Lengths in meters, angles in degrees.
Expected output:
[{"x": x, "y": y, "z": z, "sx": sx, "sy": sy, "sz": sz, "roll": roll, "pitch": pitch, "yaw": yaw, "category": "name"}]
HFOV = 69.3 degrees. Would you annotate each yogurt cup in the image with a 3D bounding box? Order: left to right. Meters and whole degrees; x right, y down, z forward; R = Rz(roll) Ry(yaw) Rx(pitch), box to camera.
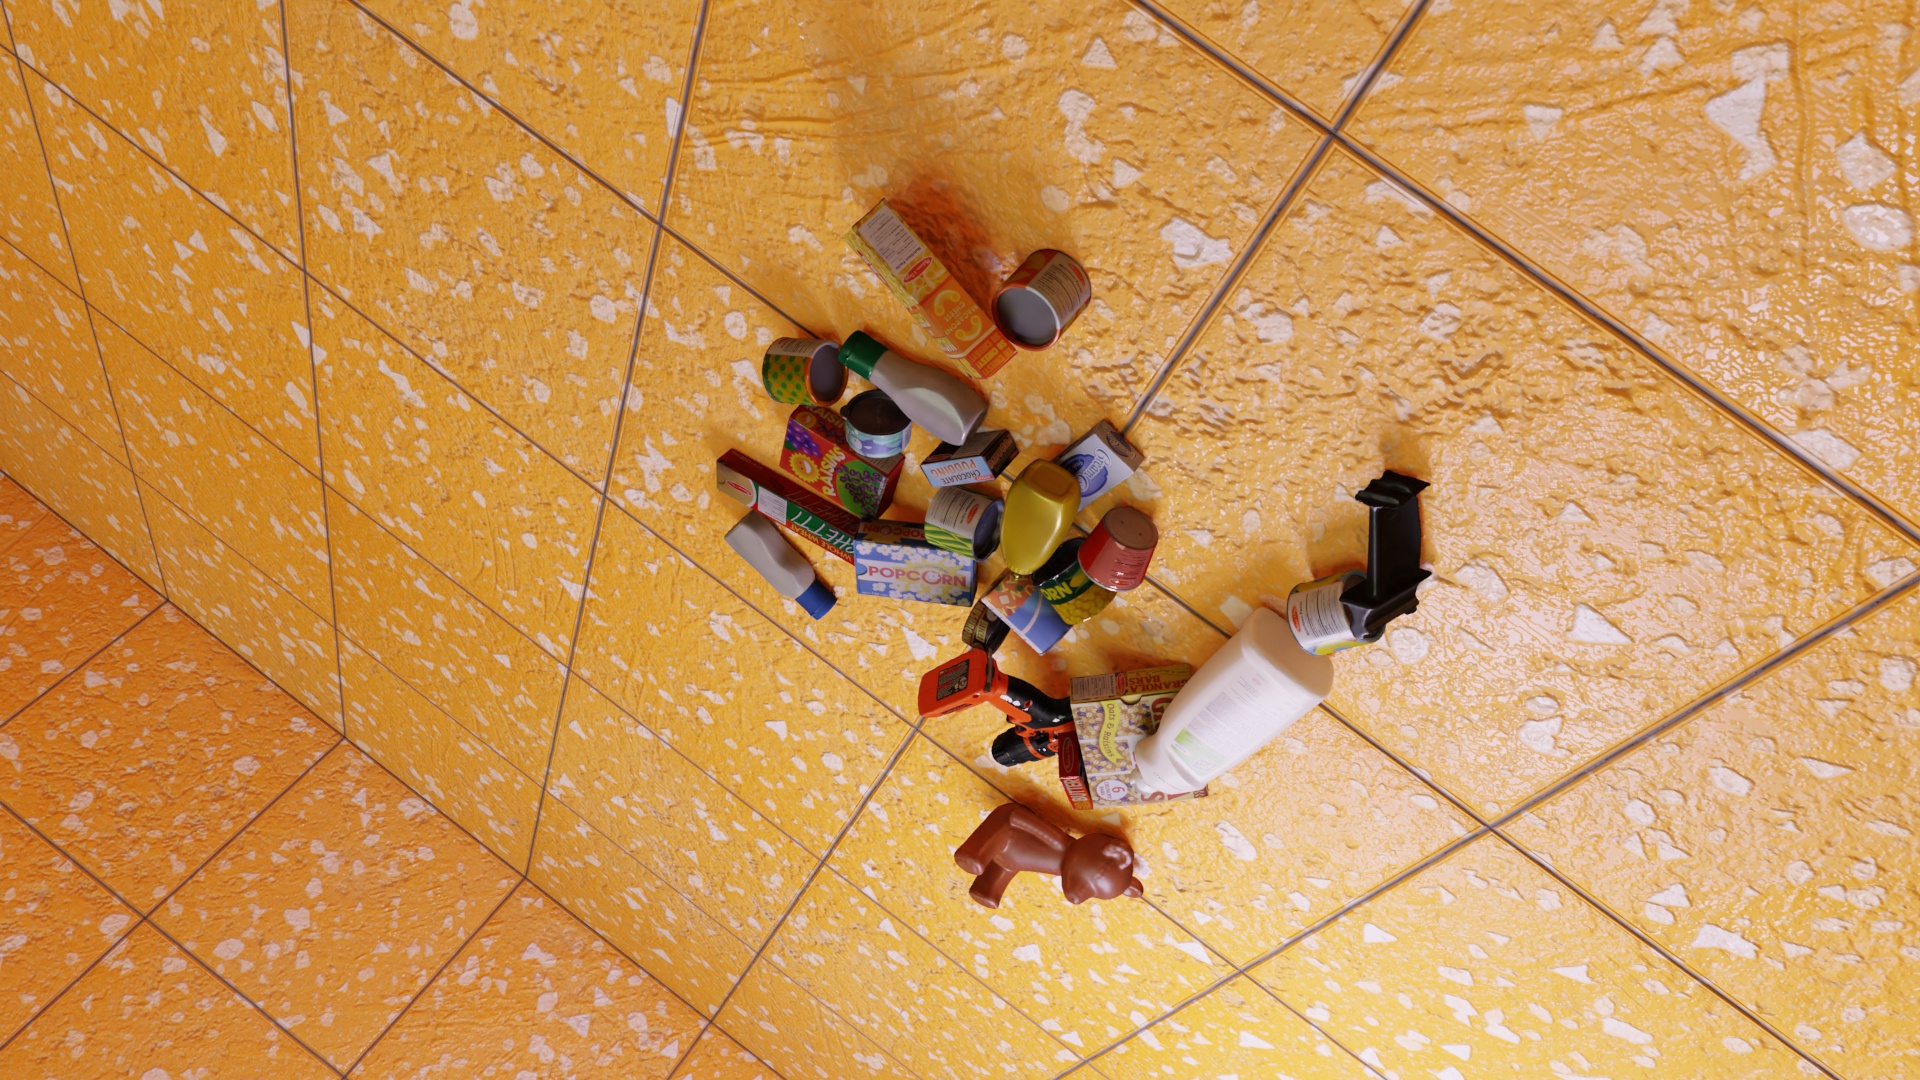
[{"x": 0.149, "y": 0.006, "z": 1.293, "sx": 0.072, "sy": 0.073, "sz": 0.053, "roll": 32, "pitch": 134, "yaw": 9, "category": "yogurt cup"}]

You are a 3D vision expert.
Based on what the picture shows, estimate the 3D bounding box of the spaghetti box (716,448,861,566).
[{"x": -0.164, "y": -0.024, "z": 1.551, "sx": 0.250, "sy": 0.029, "sz": 0.049, "roll": 28, "pitch": 141, "yaw": 14, "category": "spaghetti box"}]

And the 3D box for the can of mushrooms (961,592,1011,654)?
[{"x": 0.030, "y": 0.087, "z": 1.467, "sx": 0.033, "sy": 0.071, "sz": 0.070, "roll": 29, "pitch": 141, "yaw": 16, "category": "can of mushrooms"}]

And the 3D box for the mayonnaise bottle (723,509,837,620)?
[{"x": -0.209, "y": 0.031, "z": 1.636, "sx": 0.148, "sy": 0.041, "sz": 0.064, "roll": 45, "pitch": 144, "yaw": -9, "category": "mayonnaise bottle"}]

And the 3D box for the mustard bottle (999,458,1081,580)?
[{"x": 0.068, "y": -0.011, "z": 1.315, "sx": 0.065, "sy": 0.049, "sz": 0.159, "roll": 34, "pitch": 146, "yaw": 11, "category": "mustard bottle"}]

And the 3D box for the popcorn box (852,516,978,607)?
[{"x": -0.045, "y": 0.023, "z": 1.460, "sx": 0.127, "sy": 0.038, "sz": 0.084, "roll": 6, "pitch": 137, "yaw": 6, "category": "popcorn box"}]

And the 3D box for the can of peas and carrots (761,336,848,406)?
[{"x": -0.151, "y": -0.164, "z": 1.368, "sx": 0.059, "sy": 0.071, "sz": 0.070, "roll": 8, "pitch": 133, "yaw": 33, "category": "can of peas and carrots"}]

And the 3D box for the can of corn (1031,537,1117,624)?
[{"x": 0.111, "y": 0.042, "z": 1.354, "sx": 0.071, "sy": 0.071, "sz": 0.058, "roll": -18, "pitch": 116, "yaw": 48, "category": "can of corn"}]

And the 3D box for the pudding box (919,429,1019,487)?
[{"x": 0.008, "y": -0.079, "z": 1.335, "sx": 0.083, "sy": 0.050, "sz": 0.030, "roll": -5, "pitch": 123, "yaw": 42, "category": "pudding box"}]

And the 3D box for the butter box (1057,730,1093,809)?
[{"x": 0.124, "y": 0.249, "z": 1.495, "sx": 0.024, "sy": 0.053, "sz": 0.103, "roll": -5, "pitch": 148, "yaw": 12, "category": "butter box"}]

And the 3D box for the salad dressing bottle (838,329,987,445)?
[{"x": -0.047, "y": -0.147, "z": 1.318, "sx": 0.148, "sy": 0.044, "sz": 0.064, "roll": 34, "pitch": 143, "yaw": 9, "category": "salad dressing bottle"}]

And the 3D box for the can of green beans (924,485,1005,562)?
[{"x": 0.005, "y": -0.019, "z": 1.385, "sx": 0.058, "sy": 0.071, "sz": 0.071, "roll": 21, "pitch": 139, "yaw": 24, "category": "can of green beans"}]

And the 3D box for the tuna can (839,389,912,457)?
[{"x": -0.083, "y": -0.114, "z": 1.358, "sx": 0.071, "sy": 0.071, "sz": 0.032, "roll": 26, "pitch": 141, "yaw": 17, "category": "tuna can"}]

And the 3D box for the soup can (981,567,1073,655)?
[{"x": 0.075, "y": 0.063, "z": 1.412, "sx": 0.084, "sy": 0.072, "sz": 0.071, "roll": 43, "pitch": 142, "yaw": -4, "category": "soup can"}]

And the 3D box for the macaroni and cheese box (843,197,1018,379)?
[{"x": -0.028, "y": -0.211, "z": 1.187, "sx": 0.166, "sy": 0.040, "sz": 0.124, "roll": 48, "pitch": 180, "yaw": -11, "category": "macaroni and cheese box"}]

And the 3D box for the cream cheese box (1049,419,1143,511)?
[{"x": 0.118, "y": -0.066, "z": 1.278, "sx": 0.053, "sy": 0.024, "sz": 0.103, "roll": 43, "pitch": 143, "yaw": -7, "category": "cream cheese box"}]

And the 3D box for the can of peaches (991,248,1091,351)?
[{"x": 0.066, "y": -0.199, "z": 1.158, "sx": 0.071, "sy": 0.058, "sz": 0.070, "roll": 22, "pitch": 139, "yaw": 21, "category": "can of peaches"}]

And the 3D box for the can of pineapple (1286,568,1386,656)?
[{"x": 0.327, "y": 0.062, "z": 1.201, "sx": 0.071, "sy": 0.071, "sz": 0.057, "roll": 51, "pitch": 141, "yaw": -14, "category": "can of pineapple"}]

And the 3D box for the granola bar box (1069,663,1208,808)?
[{"x": 0.187, "y": 0.206, "z": 1.441, "sx": 0.124, "sy": 0.039, "sz": 0.164, "roll": -8, "pitch": 128, "yaw": 9, "category": "granola bar box"}]

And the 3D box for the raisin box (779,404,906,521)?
[{"x": -0.125, "y": -0.083, "z": 1.451, "sx": 0.123, "sy": 0.040, "sz": 0.085, "roll": 31, "pitch": 143, "yaw": 8, "category": "raisin box"}]
